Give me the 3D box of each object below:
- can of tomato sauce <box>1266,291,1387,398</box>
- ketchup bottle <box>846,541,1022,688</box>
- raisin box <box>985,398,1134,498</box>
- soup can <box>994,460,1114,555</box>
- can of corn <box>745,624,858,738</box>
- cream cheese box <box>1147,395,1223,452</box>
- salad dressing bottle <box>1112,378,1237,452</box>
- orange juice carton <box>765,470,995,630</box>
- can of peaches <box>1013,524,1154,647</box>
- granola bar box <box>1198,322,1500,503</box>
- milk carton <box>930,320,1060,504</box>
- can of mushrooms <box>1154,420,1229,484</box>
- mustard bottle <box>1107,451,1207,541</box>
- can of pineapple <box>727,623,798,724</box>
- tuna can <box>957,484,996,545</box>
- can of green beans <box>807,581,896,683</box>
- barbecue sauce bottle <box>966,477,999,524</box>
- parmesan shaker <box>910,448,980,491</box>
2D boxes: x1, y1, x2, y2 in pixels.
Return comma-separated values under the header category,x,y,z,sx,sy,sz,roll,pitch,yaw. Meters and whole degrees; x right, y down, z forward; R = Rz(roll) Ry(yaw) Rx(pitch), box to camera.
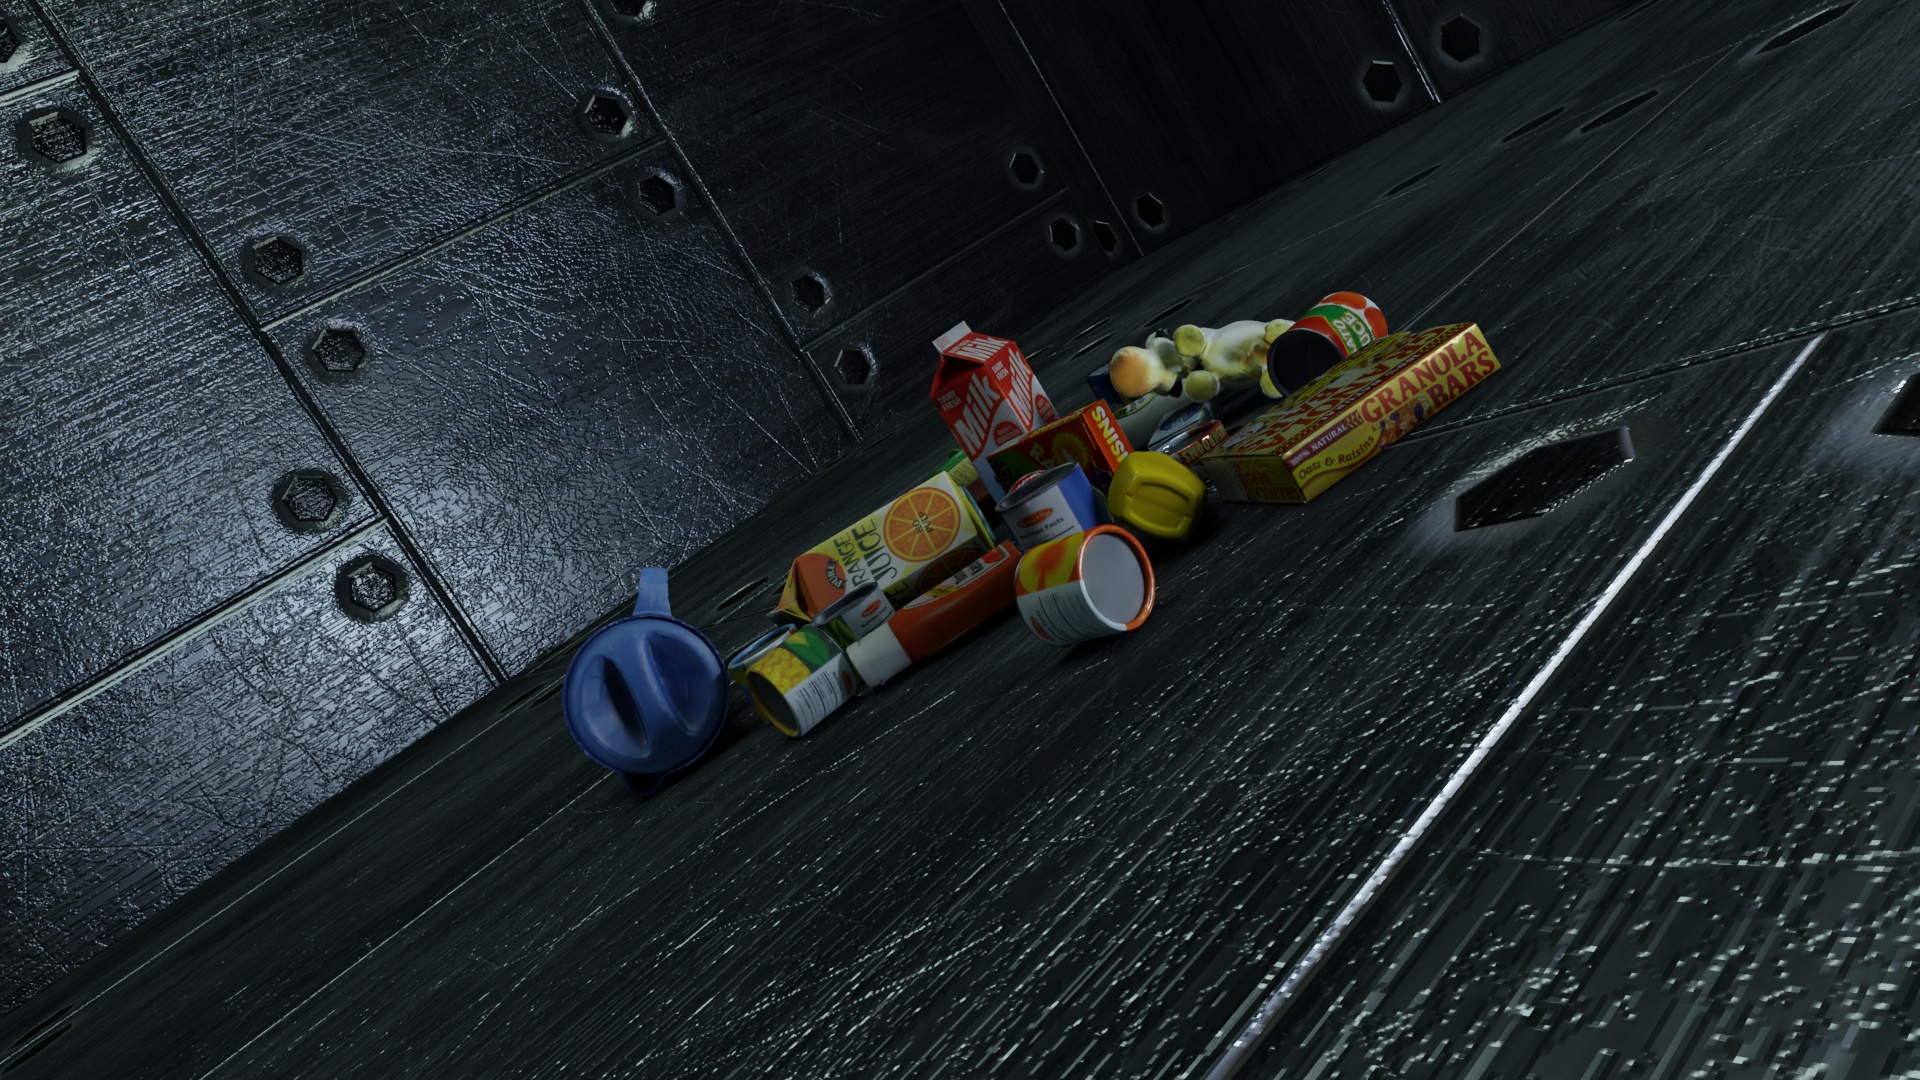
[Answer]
category,x,y,z,sx,sy,sz,roll,pitch,yaw
can of tomato sauce,0.290,-0.151,1.088,0.071,0.071,0.083,-21,13,47
ketchup bottle,-0.014,0.057,1.042,0.149,0.043,0.065,-33,10,-3
raisin box,0.091,-0.060,1.185,0.123,0.086,0.040,-21,12,48
soup can,0.074,-0.004,0.960,0.071,0.083,0.071,-30,9,6
can of corn,-0.122,0.106,1.053,0.058,0.071,0.071,-37,11,-28
cream cheese box,0.200,-0.100,1.229,0.053,0.024,0.104,-28,10,24
salad dressing bottle,0.200,-0.128,1.314,0.147,0.044,0.064,-30,5,6
orange juice carton,-0.070,0.029,1.188,0.192,0.073,0.071,-30,-30,4
can of peaches,0.077,0.026,0.846,0.058,0.071,0.071,-20,15,49
granola bar box,0.257,-0.085,0.936,0.166,0.039,0.124,-34,10,-11
milk carton,0.039,-0.118,1.324,0.073,0.190,0.073,-26,11,34
can of mushrooms,0.182,-0.064,1.081,0.071,0.033,0.071,-30,9,5
mustard bottle,0.139,-0.036,0.991,0.160,0.065,0.048,-57,-12,-79
can of pineapple,-0.151,0.110,1.152,0.071,0.058,0.071,-31,9,6
tuna can,0.005,-0.016,1.298,0.033,0.071,0.071,-30,9,6
can of green beans,-0.079,0.075,1.110,0.071,0.057,0.071,-31,10,6
barbecue sauce bottle,0.046,-0.057,1.433,0.149,0.043,0.064,-37,17,-35
parmesan shaker,-0.014,-0.047,1.485,0.071,0.071,0.103,-23,13,41
